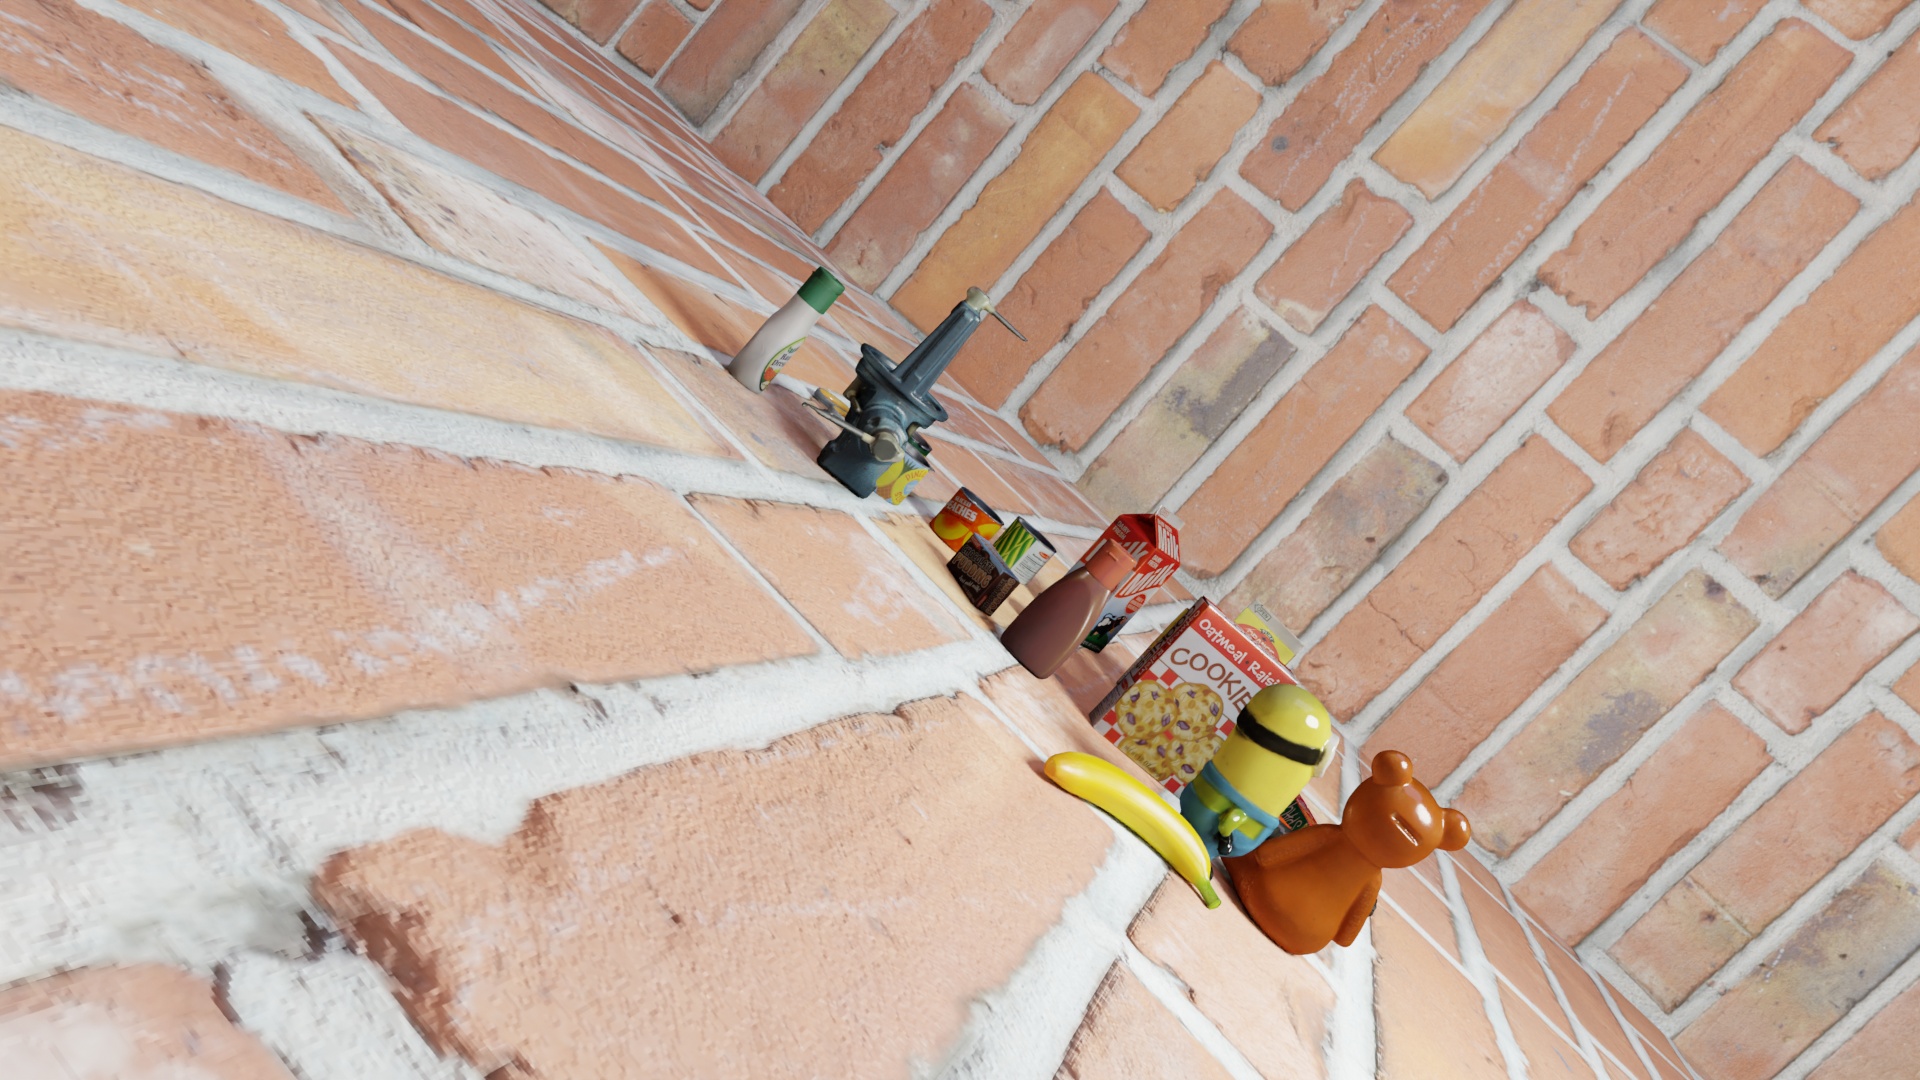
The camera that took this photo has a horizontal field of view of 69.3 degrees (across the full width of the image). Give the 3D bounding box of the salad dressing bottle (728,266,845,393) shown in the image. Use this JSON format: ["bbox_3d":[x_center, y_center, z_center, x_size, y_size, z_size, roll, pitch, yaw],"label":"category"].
[{"bbox_3d":[-0.183,-0.224,1.470,0.044,0.147,0.064,43,9,5],"label":"salad dressing bottle"}]

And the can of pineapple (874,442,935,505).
[{"bbox_3d":[-0.074,-0.079,1.537,0.071,0.058,0.071,41,9,-8],"label":"can of pineapple"}]

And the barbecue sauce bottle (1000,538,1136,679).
[{"bbox_3d":[0.109,0.063,1.358,0.065,0.148,0.043,45,9,16],"label":"barbecue sauce bottle"}]

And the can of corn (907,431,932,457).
[{"bbox_3d":[-0.076,-0.106,1.649,0.071,0.058,0.071,41,9,-8],"label":"can of corn"}]

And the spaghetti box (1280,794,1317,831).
[{"bbox_3d":[0.373,0.306,1.628,0.028,0.050,0.251,41,10,-7],"label":"spaghetti box"}]

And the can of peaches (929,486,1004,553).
[{"bbox_3d":[0.006,-0.020,1.589,0.071,0.058,0.071,41,9,-8],"label":"can of peaches"}]

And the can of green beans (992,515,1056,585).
[{"bbox_3d":[0.076,0.013,1.724,0.071,0.057,0.071,41,9,-8],"label":"can of green beans"}]

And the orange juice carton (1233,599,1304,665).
[{"bbox_3d":[0.270,0.155,1.462,0.072,0.192,0.073,44,9,13],"label":"orange juice carton"}]

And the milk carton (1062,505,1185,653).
[{"bbox_3d":[0.194,0.038,1.680,0.073,0.190,0.072,49,11,35],"label":"milk carton"}]

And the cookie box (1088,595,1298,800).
[{"bbox_3d":[0.229,0.155,1.371,0.123,0.167,0.040,40,9,-10],"label":"cookie box"}]

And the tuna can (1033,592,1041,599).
[{"bbox_3d":[0.102,0.092,1.552,0.071,0.033,0.071,41,9,-8],"label":"tuna can"}]

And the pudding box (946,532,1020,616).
[{"bbox_3d":[0.023,0.034,1.443,0.030,0.049,0.084,36,11,-35],"label":"pudding box"}]

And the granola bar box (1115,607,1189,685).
[{"bbox_3d":[0.285,0.177,1.631,0.165,0.124,0.039,40,9,-14],"label":"granola bar box"}]
